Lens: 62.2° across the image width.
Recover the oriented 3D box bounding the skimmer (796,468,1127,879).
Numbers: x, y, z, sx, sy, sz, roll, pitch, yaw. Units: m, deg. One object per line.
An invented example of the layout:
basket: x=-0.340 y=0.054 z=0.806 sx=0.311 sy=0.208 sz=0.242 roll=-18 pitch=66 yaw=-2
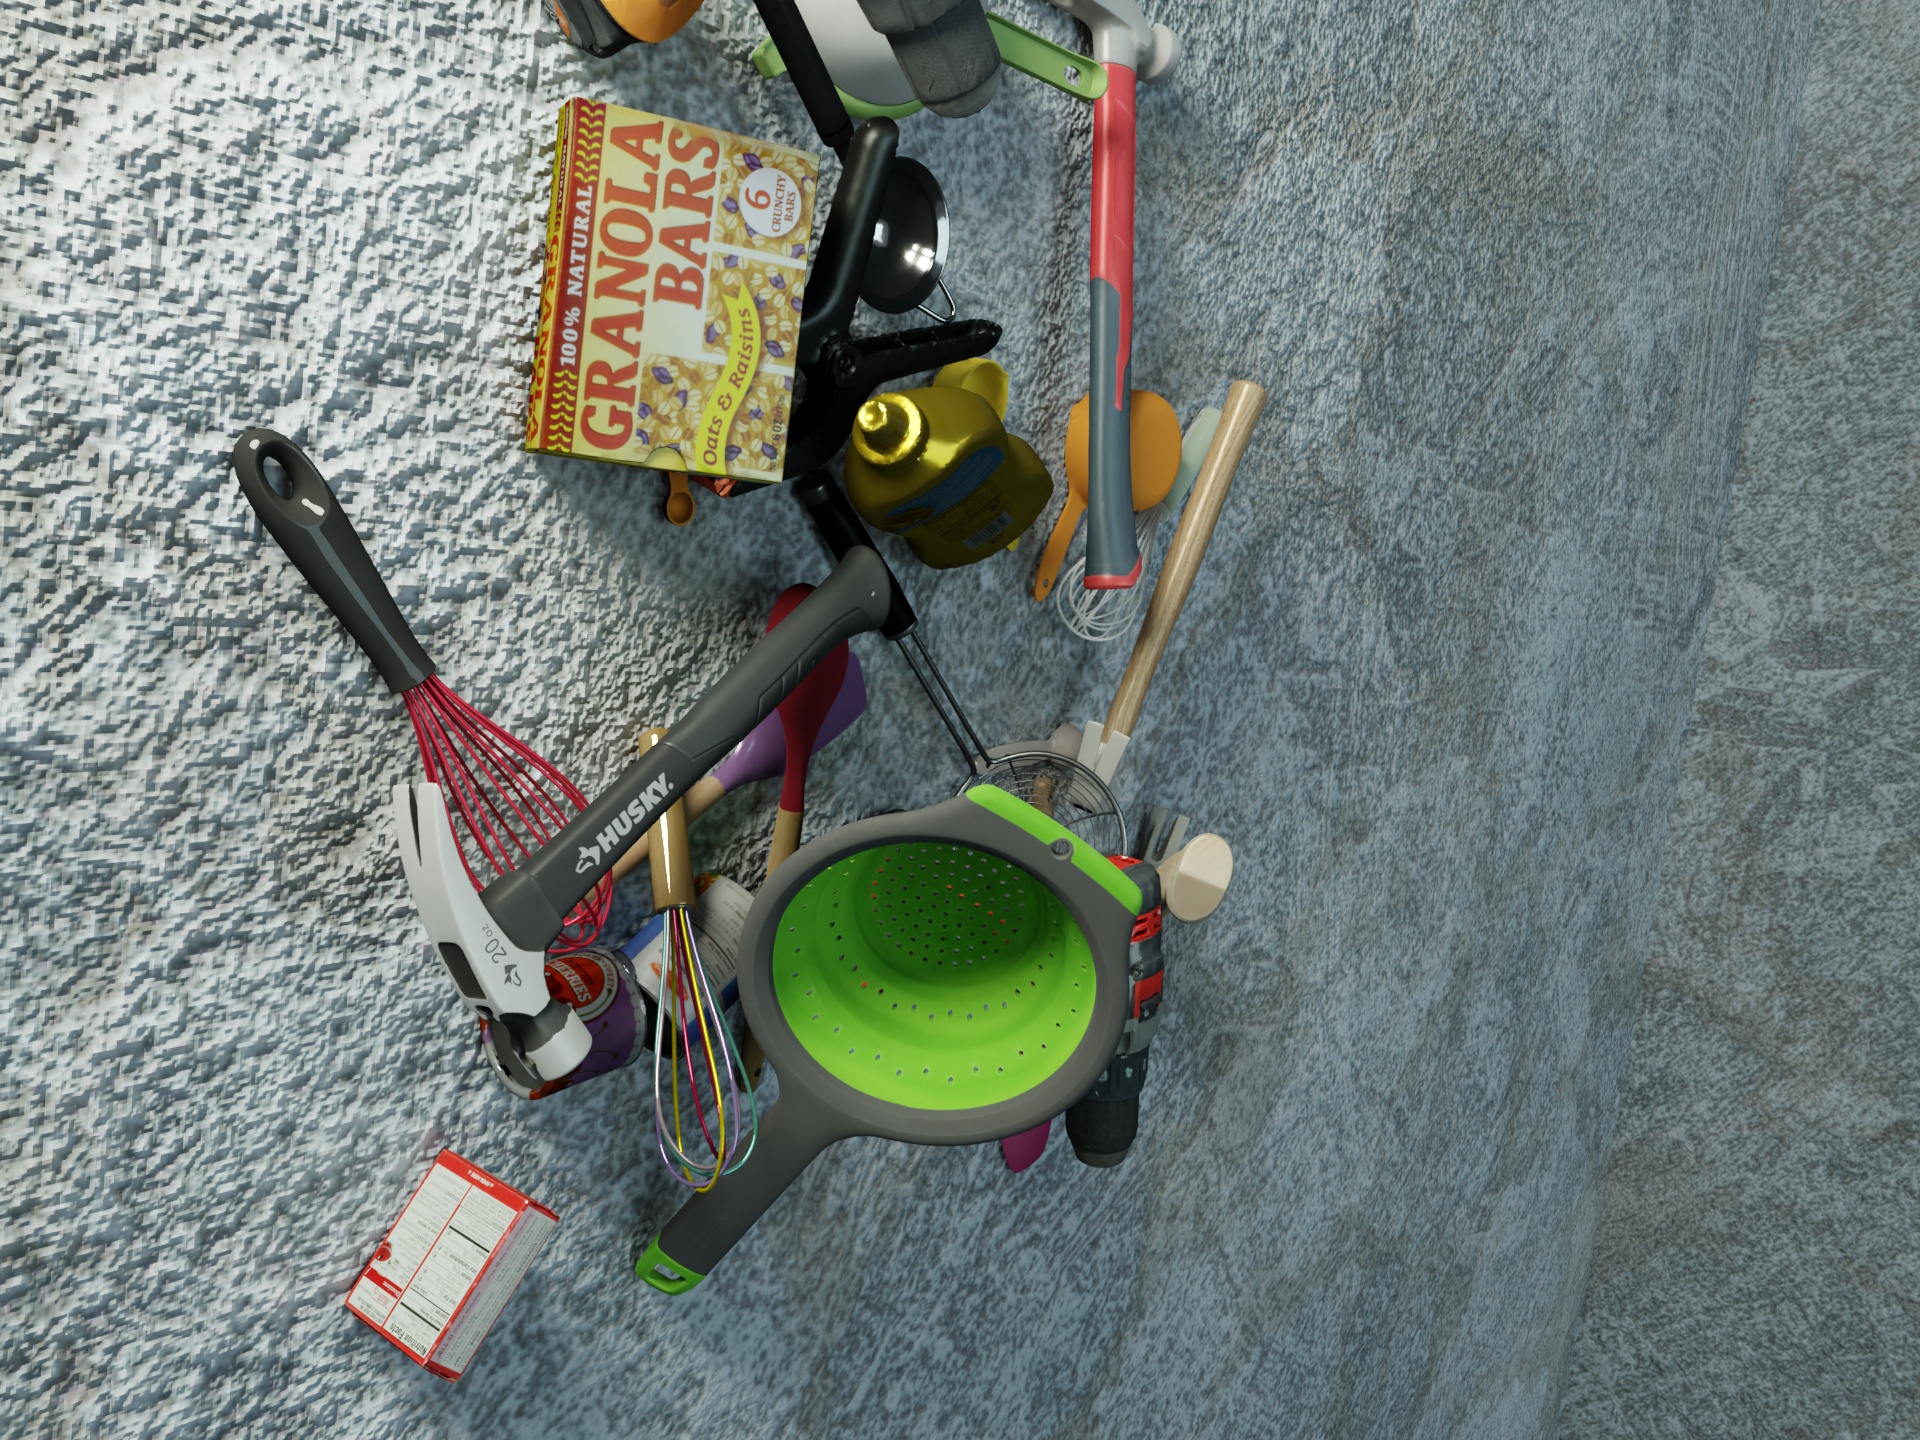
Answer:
skimmer: x=-0.002 y=-0.003 z=1.009 sx=0.127 sy=0.090 sz=0.362 roll=-33 pitch=129 yaw=-3

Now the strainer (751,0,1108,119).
strainer: x=0.008 y=-0.401 z=0.892 sx=0.256 sy=0.069 sz=0.151 roll=6 pitch=96 yaw=-41

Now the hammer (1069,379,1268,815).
hammer: x=0.150 y=-0.088 z=1.147 sx=0.130 sy=0.031 sz=0.331 roll=22 pitch=89 yaw=-80

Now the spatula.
spatula: x=-0.155 y=0.049 z=0.889 sx=0.316 sy=0.018 sz=0.059 roll=-41 pitch=132 yaw=-39

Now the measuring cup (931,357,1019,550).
measuring cup: x=0.013 y=-0.171 z=1.040 sx=0.062 sy=0.029 sz=0.156 roll=-52 pitch=148 yaw=-26

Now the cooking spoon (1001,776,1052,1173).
cooking spoon: x=0.057 y=0.196 z=1.196 sx=0.068 sy=0.017 sz=0.318 roll=-18 pitch=114 yaw=-49

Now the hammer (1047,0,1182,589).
hammer: x=0.091 y=-0.280 z=1.046 sx=0.143 sy=0.038 sz=0.386 roll=-2 pitch=93 yaw=-50

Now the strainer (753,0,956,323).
strainer: x=-0.065 y=-0.313 z=0.857 sx=0.087 sy=0.050 sz=0.258 roll=-56 pitch=146 yaw=-18

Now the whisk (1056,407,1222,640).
whisk: x=0.141 y=-0.151 z=1.186 sx=0.246 sy=0.059 sz=0.057 roll=-57 pitch=-178 yaw=-30

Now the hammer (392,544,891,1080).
hammer: x=-0.136 y=0.008 z=0.793 sx=0.335 sy=0.035 sz=0.146 roll=-49 pitch=123 yaw=-40

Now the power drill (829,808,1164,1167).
power drill: x=0.023 y=0.157 z=0.973 sx=0.080 sy=0.227 sz=0.188 roll=-16 pitch=112 yaw=-48

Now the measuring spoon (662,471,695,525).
measuring spoon: x=-0.155 y=-0.161 z=0.840 sx=0.021 sy=0.011 sz=0.117 roll=-19 pitch=111 yaw=-48

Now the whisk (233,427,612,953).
whisk: x=-0.243 y=-0.005 z=0.738 sx=0.073 sy=0.073 sz=0.295 roll=-47 pitch=126 yaw=-33

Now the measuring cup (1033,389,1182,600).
measuring cup: x=0.104 y=-0.157 z=1.126 sx=0.095 sy=0.052 sz=0.174 roll=44 pitch=64 yaw=-48

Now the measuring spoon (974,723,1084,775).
measuring spoon: x=0.053 y=0.026 z=1.144 sx=0.124 sy=0.018 sz=0.034 roll=-10 pitch=108 yaw=-49

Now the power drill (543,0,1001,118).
power drill: x=-0.093 y=-0.342 z=0.686 sx=0.084 sy=0.226 sz=0.185 roll=-57 pitch=138 yaw=-23

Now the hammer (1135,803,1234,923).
hammer: x=0.144 y=0.106 z=1.088 sx=0.410 sy=0.038 sz=0.146 roll=88 pitch=23 yaw=-80

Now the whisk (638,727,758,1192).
whisk: x=-0.142 y=0.118 z=0.822 sx=0.047 sy=0.051 sz=0.245 roll=102 pitch=-21 yaw=-68

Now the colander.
colander: x=-0.060 y=0.178 z=0.891 sx=0.397 sy=0.204 sz=0.095 roll=-50 pitch=-169 yaw=23

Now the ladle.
ladle: x=-0.105 y=0.076 z=0.937 sx=0.069 sy=0.031 sz=0.315 roll=-10 pitch=114 yaw=-54
